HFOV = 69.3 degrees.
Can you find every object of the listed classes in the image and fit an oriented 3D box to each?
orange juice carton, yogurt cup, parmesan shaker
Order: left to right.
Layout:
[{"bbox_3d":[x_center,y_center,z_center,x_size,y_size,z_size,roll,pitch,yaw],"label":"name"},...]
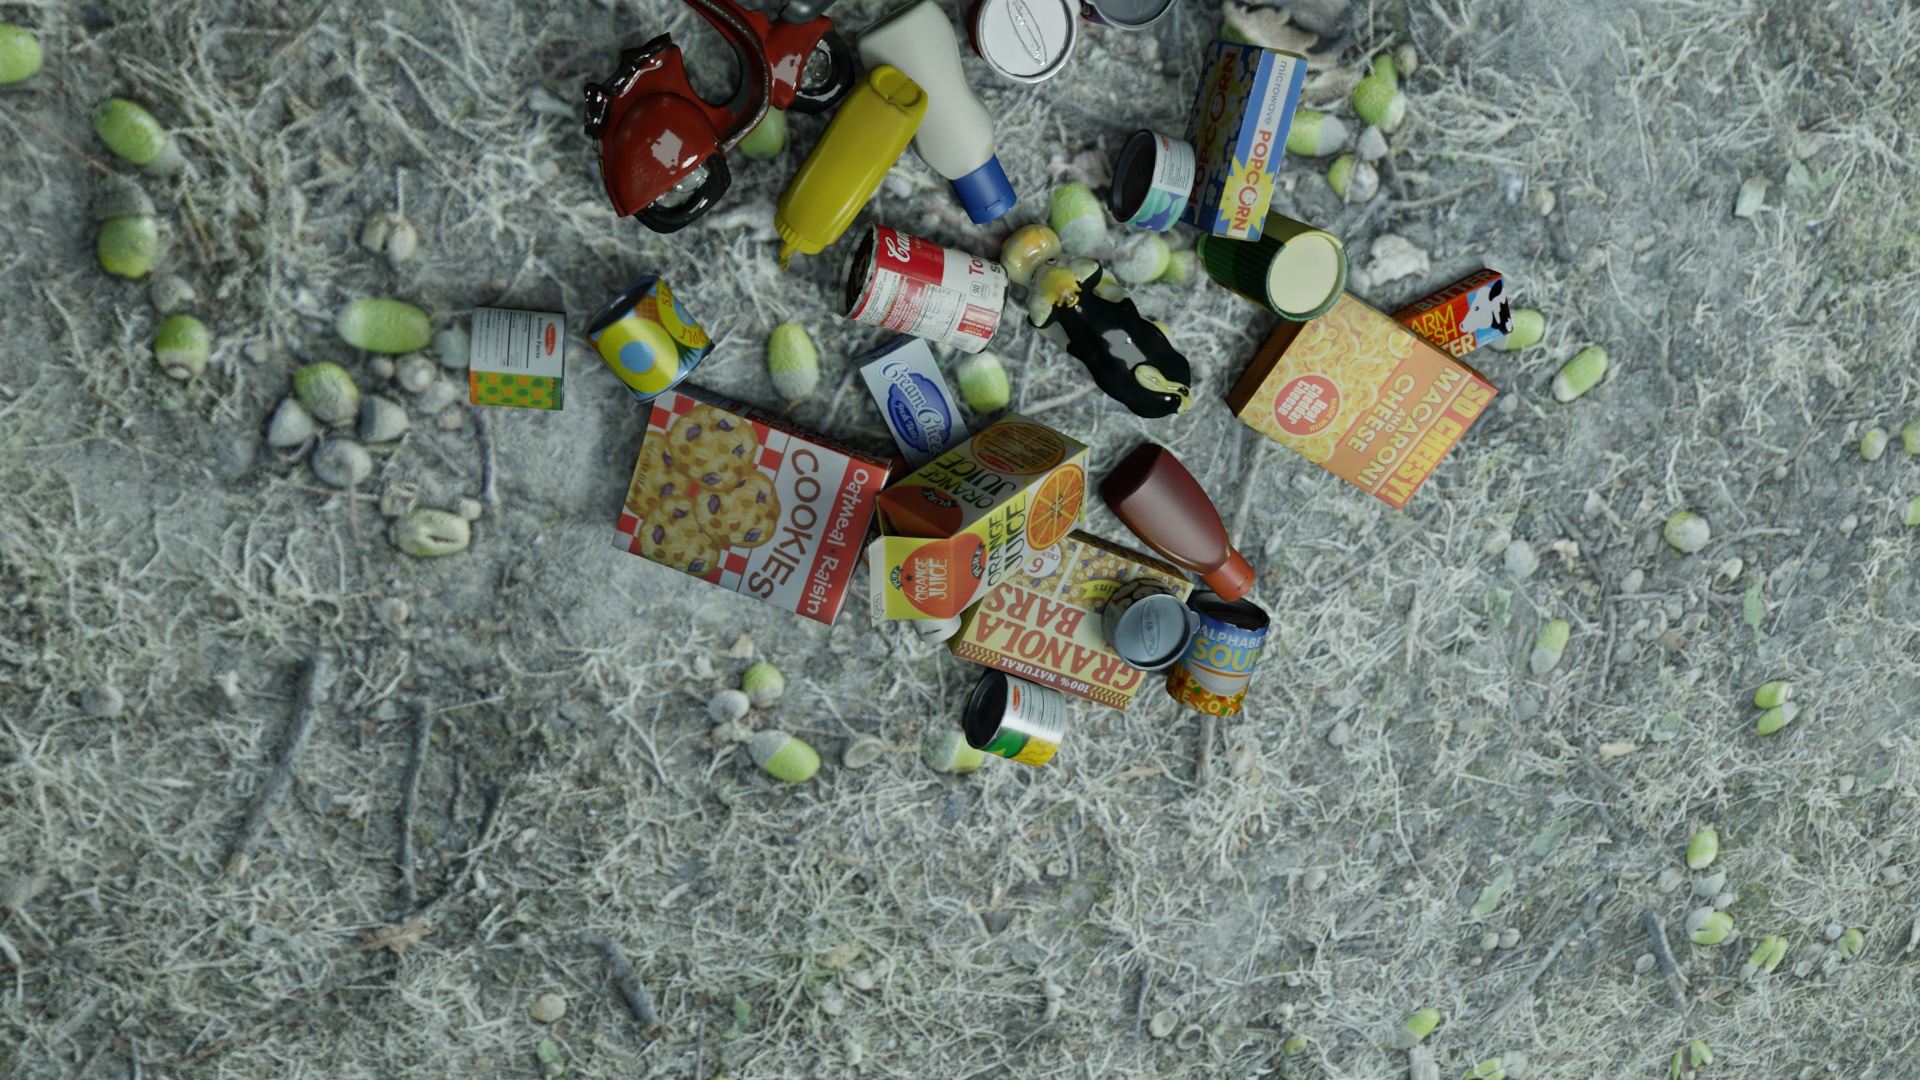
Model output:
[{"bbox_3d":[0.003,-0.012,0.977,0.193,0.073,0.071,-34,139,-37],"label":"orange juice carton"},{"bbox_3d":[0.037,-0.338,0.915,0.072,0.054,0.072,-6,114,-13],"label":"yogurt cup"},{"bbox_3d":[0.223,-0.200,1.000,0.071,0.103,0.071,-6,114,-13],"label":"parmesan shaker"}]

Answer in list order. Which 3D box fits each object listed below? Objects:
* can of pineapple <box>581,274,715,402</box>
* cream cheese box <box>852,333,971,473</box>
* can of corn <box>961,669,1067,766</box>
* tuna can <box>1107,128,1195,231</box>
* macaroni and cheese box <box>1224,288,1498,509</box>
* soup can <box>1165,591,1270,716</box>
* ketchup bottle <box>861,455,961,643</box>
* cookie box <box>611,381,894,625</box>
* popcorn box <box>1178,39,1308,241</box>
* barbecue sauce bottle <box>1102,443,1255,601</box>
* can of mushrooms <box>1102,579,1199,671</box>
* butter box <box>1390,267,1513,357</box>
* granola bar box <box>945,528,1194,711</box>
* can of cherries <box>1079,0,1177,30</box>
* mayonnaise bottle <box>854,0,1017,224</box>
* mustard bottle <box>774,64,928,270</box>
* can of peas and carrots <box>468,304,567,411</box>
[{"bbox_3d":[-0.207,-0.135,0.925,0.071,0.071,0.057,-37,117,2],"label":"can of pineapple"},{"bbox_3d":[-0.032,-0.098,1.015,0.053,0.024,0.103,-29,117,-4],"label":"cream cheese box"},{"bbox_3d":[0.043,0.144,1.118,0.058,0.071,0.071,21,106,-23],"label":"can of corn"},{"bbox_3d":[0.133,-0.251,0.976,0.033,0.071,0.070,10,110,-20],"label":"tuna can"},{"bbox_3d":[0.311,-0.114,1.079,0.166,0.040,0.123,26,114,-18],"label":"macaroni and cheese box"},{"bbox_3d":[0.211,0.094,1.140,0.071,0.071,0.083,7,111,-18],"label":"soup can"},{"bbox_3d":[-0.043,0.009,1.044,0.064,0.044,0.148,-14,119,20],"label":"ketchup bottle"},{"bbox_3d":[-0.145,-0.027,0.977,0.167,0.040,0.122,20,106,-2],"label":"cookie box"},{"bbox_3d":[0.191,-0.279,0.967,0.038,0.085,0.126,6,110,-19],"label":"popcorn box"},{"bbox_3d":[0.179,-0.009,1.102,0.148,0.044,0.065,43,83,-27],"label":"barbecue sauce bottle"},{"bbox_3d":[0.148,0.066,1.086,0.071,0.033,0.070,-6,112,-14],"label":"can of mushrooms"},{"bbox_3d":[0.385,-0.170,1.104,0.103,0.024,0.053,-26,118,-4],"label":"butter box"},{"bbox_3d":[0.086,0.056,1.106,0.165,0.039,0.124,20,105,-23],"label":"granola bar box"},{"bbox_3d":[0.103,-0.374,0.917,0.071,0.058,0.071,-6,115,-13],"label":"can of cherries"},{"bbox_3d":[-0.011,-0.284,0.933,0.065,0.041,0.147,-29,119,6],"label":"mayonnaise bottle"},{"bbox_3d":[-0.083,-0.236,0.911,0.049,0.066,0.159,38,125,-8],"label":"mustard bottle"},{"bbox_3d":[-0.289,-0.118,0.911,0.059,0.071,0.070,3,112,-16],"label":"can of peas and carrots"}]
